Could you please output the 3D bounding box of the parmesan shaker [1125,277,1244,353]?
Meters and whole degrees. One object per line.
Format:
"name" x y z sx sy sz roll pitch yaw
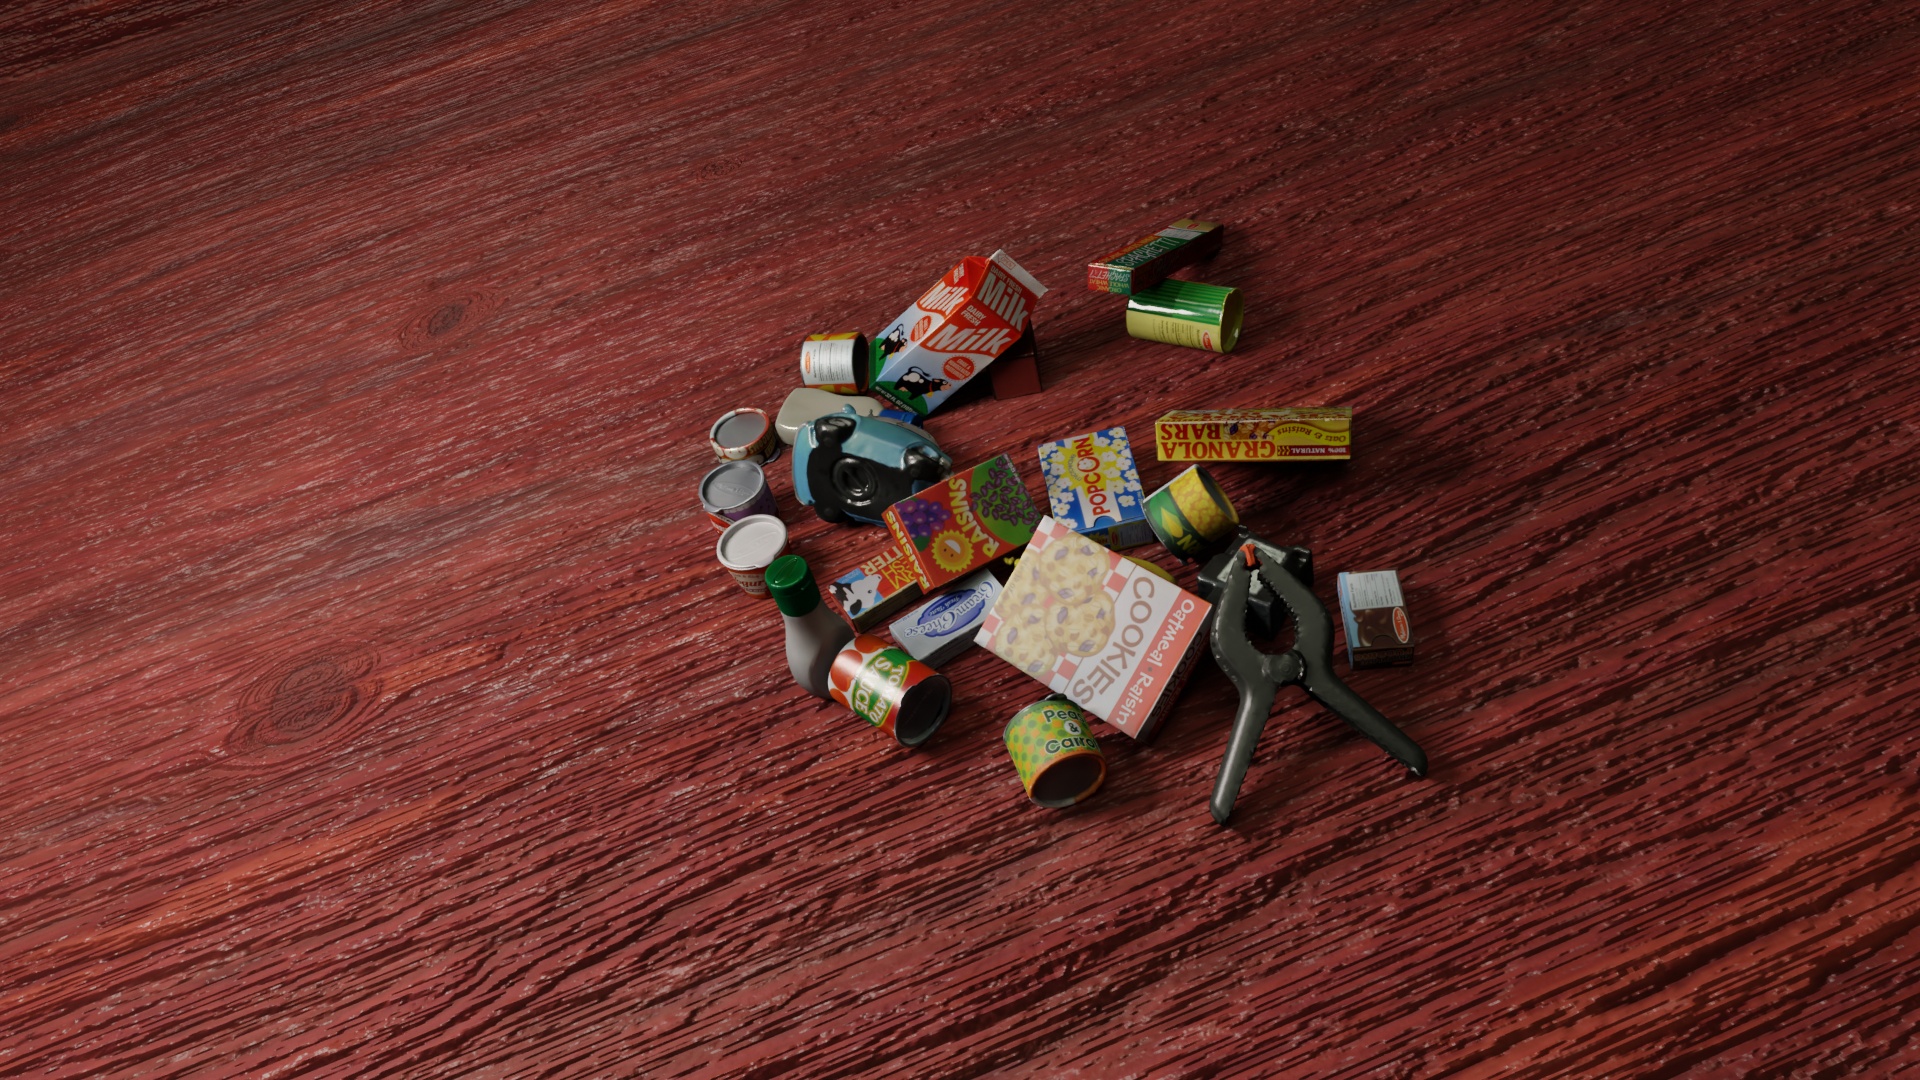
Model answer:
"parmesan shaker" 0.227 -0.233 1.409 0.103 0.071 0.071 15 53 27

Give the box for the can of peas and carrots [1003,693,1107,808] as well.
"can of peas and carrots" 0.075 0.164 1.078 0.071 0.070 0.059 -21 46 -5

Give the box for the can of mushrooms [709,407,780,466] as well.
"can of mushrooms" -0.222 -0.104 1.439 0.071 0.033 0.071 -8 45 8

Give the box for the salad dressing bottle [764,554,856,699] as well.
"salad dressing bottle" -0.125 0.073 1.164 0.044 0.147 0.064 21 56 31

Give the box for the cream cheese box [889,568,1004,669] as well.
"cream cheese box" -0.005 0.071 1.220 0.104 0.024 0.053 -30 49 -13

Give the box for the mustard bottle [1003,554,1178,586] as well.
"mustard bottle" 0.108 0.037 1.203 0.160 0.048 0.065 18 64 30

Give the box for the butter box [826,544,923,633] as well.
"butter box" -0.065 0.038 1.268 0.104 0.024 0.053 -31 48 -14

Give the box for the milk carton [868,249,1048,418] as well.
"milk carton" -0.004 -0.212 1.389 0.190 0.072 0.074 -36 37 29

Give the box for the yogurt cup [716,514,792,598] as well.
"yogurt cup" -0.188 0.017 1.300 0.072 0.053 0.073 -8 46 8

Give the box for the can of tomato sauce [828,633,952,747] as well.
"can of tomato sauce" -0.060 0.123 1.154 0.083 0.071 0.071 28 60 35

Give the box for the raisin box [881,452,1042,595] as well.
"raisin box" 0.004 -0.016 1.247 0.124 0.040 0.086 -26 86 -22

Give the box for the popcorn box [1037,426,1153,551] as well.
"popcorn box" 0.124 -0.045 1.284 0.085 0.038 0.127 -12 45 3

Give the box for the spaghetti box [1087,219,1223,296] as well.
"spaghetti box" 0.205 -0.295 1.434 0.050 0.028 0.251 14 28 27

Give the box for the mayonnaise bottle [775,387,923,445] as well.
"mayonnaise bottle" -0.112 -0.120 1.419 0.148 0.041 0.065 9 54 22

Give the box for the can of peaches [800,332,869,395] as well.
"can of peaches" -0.130 -0.186 1.470 0.058 0.071 0.071 -1 48 15

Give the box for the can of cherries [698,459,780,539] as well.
"can of cherries" -0.217 -0.034 1.353 0.071 0.058 0.072 -7 47 8

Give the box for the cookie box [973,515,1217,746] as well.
"cookie box" 0.112 0.072 1.134 0.168 0.040 0.123 29 89 30

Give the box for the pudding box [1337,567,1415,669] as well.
"pudding box" 0.337 0.063 1.130 0.049 0.030 0.084 -5 47 9

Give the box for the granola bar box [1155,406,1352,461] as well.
"granola bar box" 0.266 -0.095 1.248 0.165 0.039 0.124 0 10 16

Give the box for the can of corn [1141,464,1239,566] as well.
"can of corn" 0.202 -0.022 1.210 0.058 0.071 0.071 -36 42 20
